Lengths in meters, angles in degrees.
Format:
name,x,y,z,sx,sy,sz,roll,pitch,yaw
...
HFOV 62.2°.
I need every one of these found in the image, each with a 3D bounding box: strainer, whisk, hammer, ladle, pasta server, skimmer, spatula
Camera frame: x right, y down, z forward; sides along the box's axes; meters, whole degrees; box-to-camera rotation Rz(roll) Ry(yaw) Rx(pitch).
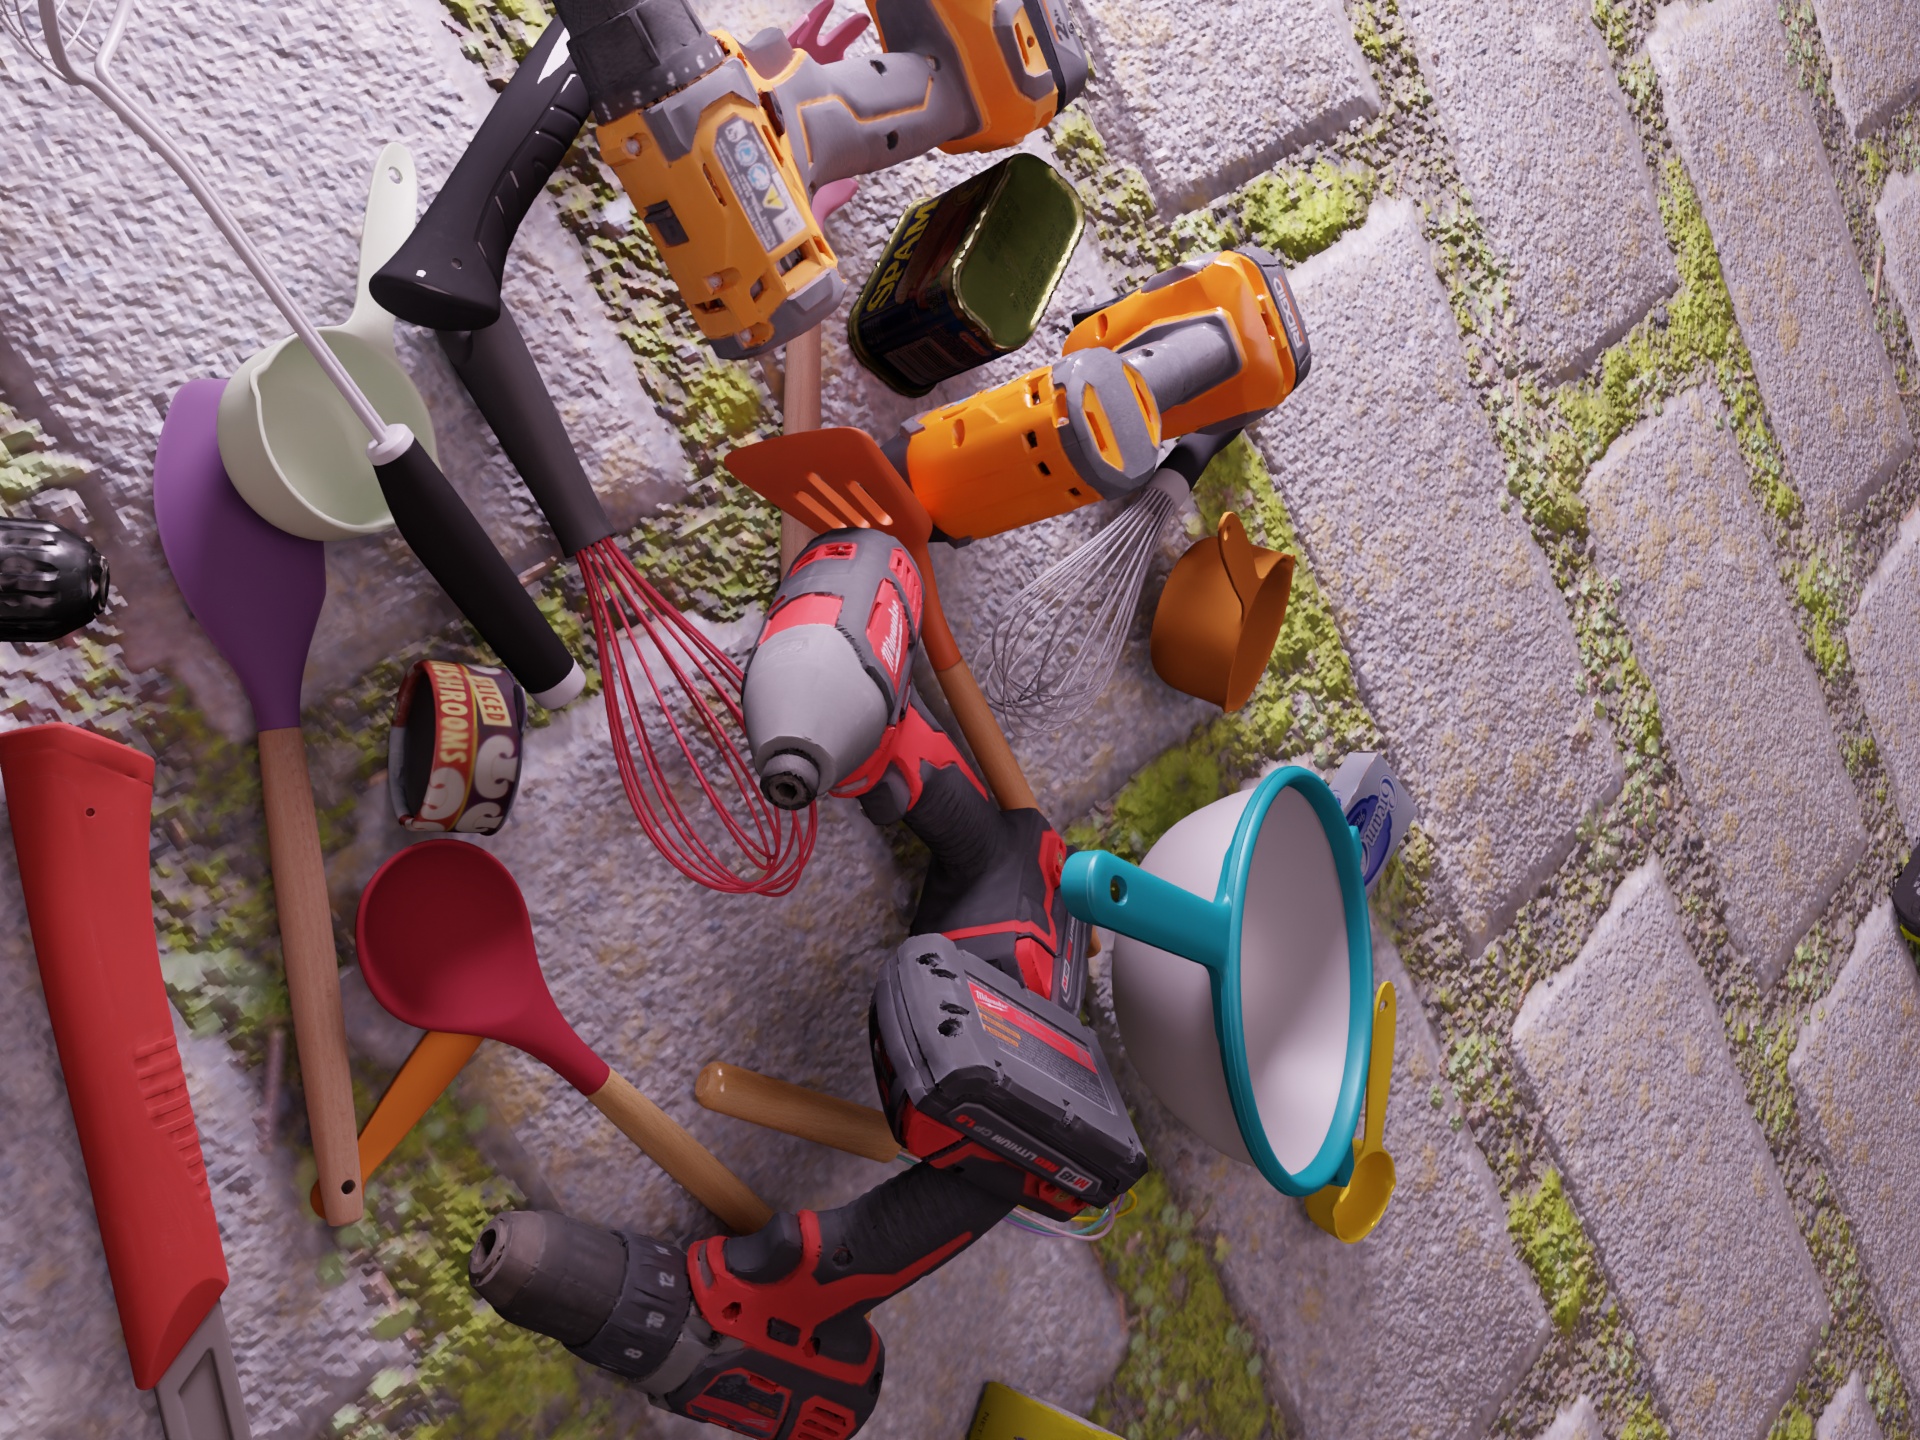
name,x,y,z,sx,sy,sz,roll,pitch,yaw
strainer,0.103,0.112,0.761,0.340,0.095,0.211,29,62,-53
whisk,0.093,-0.100,0.834,0.070,0.070,0.285,50,56,-23
hammer,-0.285,0.179,0.547,0.149,0.037,0.359,-14,96,-36
ladle,-0.133,0.164,0.661,0.315,0.031,0.069,51,59,-26
whisk,-0.143,-0.054,0.655,0.073,0.073,0.295,-33,101,-33
pasta server,-0.067,-0.169,0.730,0.060,0.040,0.316,5,85,-46
hammer,-0.154,-0.294,0.658,0.146,0.035,0.335,36,61,-29
skimmer,-0.202,-0.155,0.532,0.090,0.127,0.362,-25,125,4
spatula,-0.251,0.029,0.589,0.059,0.018,0.316,-8,89,-43
whisk,-0.012,0.199,0.743,0.244,0.047,0.051,26,73,-29
spatula,-0.001,-0.002,0.745,0.041,0.081,0.322,-53,127,-41

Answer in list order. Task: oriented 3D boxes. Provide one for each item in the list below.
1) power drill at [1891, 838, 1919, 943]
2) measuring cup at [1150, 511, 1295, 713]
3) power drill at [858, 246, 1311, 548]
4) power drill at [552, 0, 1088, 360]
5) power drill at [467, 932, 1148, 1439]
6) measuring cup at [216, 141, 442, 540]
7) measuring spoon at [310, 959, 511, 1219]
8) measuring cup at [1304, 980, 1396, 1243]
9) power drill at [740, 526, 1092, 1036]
name,x,y,z,sx,sy,sz,roll,pitch,yaw
power drill,0.904,0.205,1.397,0.171,0.080,0.223,-44,116,-29
measuring cup,0.125,-0.069,0.808,0.095,0.052,0.173,-64,156,-12
power drill,0.054,-0.148,0.761,0.226,0.164,0.084,-38,109,-45
power drill,-0.062,-0.284,0.660,0.226,0.084,0.185,-46,122,-29
power drill,-0.061,0.191,0.630,0.187,0.080,0.226,35,107,-30
measuring cup,-0.236,-0.146,0.606,0.083,0.038,0.168,29,56,-51
measuring spoon,-0.210,0.142,0.620,0.021,0.011,0.117,46,62,-25
measuring cup,0.224,0.219,0.902,0.062,0.029,0.156,-6,104,-41
power drill,-0.020,0.041,0.671,0.143,0.078,0.219,-77,146,-50
